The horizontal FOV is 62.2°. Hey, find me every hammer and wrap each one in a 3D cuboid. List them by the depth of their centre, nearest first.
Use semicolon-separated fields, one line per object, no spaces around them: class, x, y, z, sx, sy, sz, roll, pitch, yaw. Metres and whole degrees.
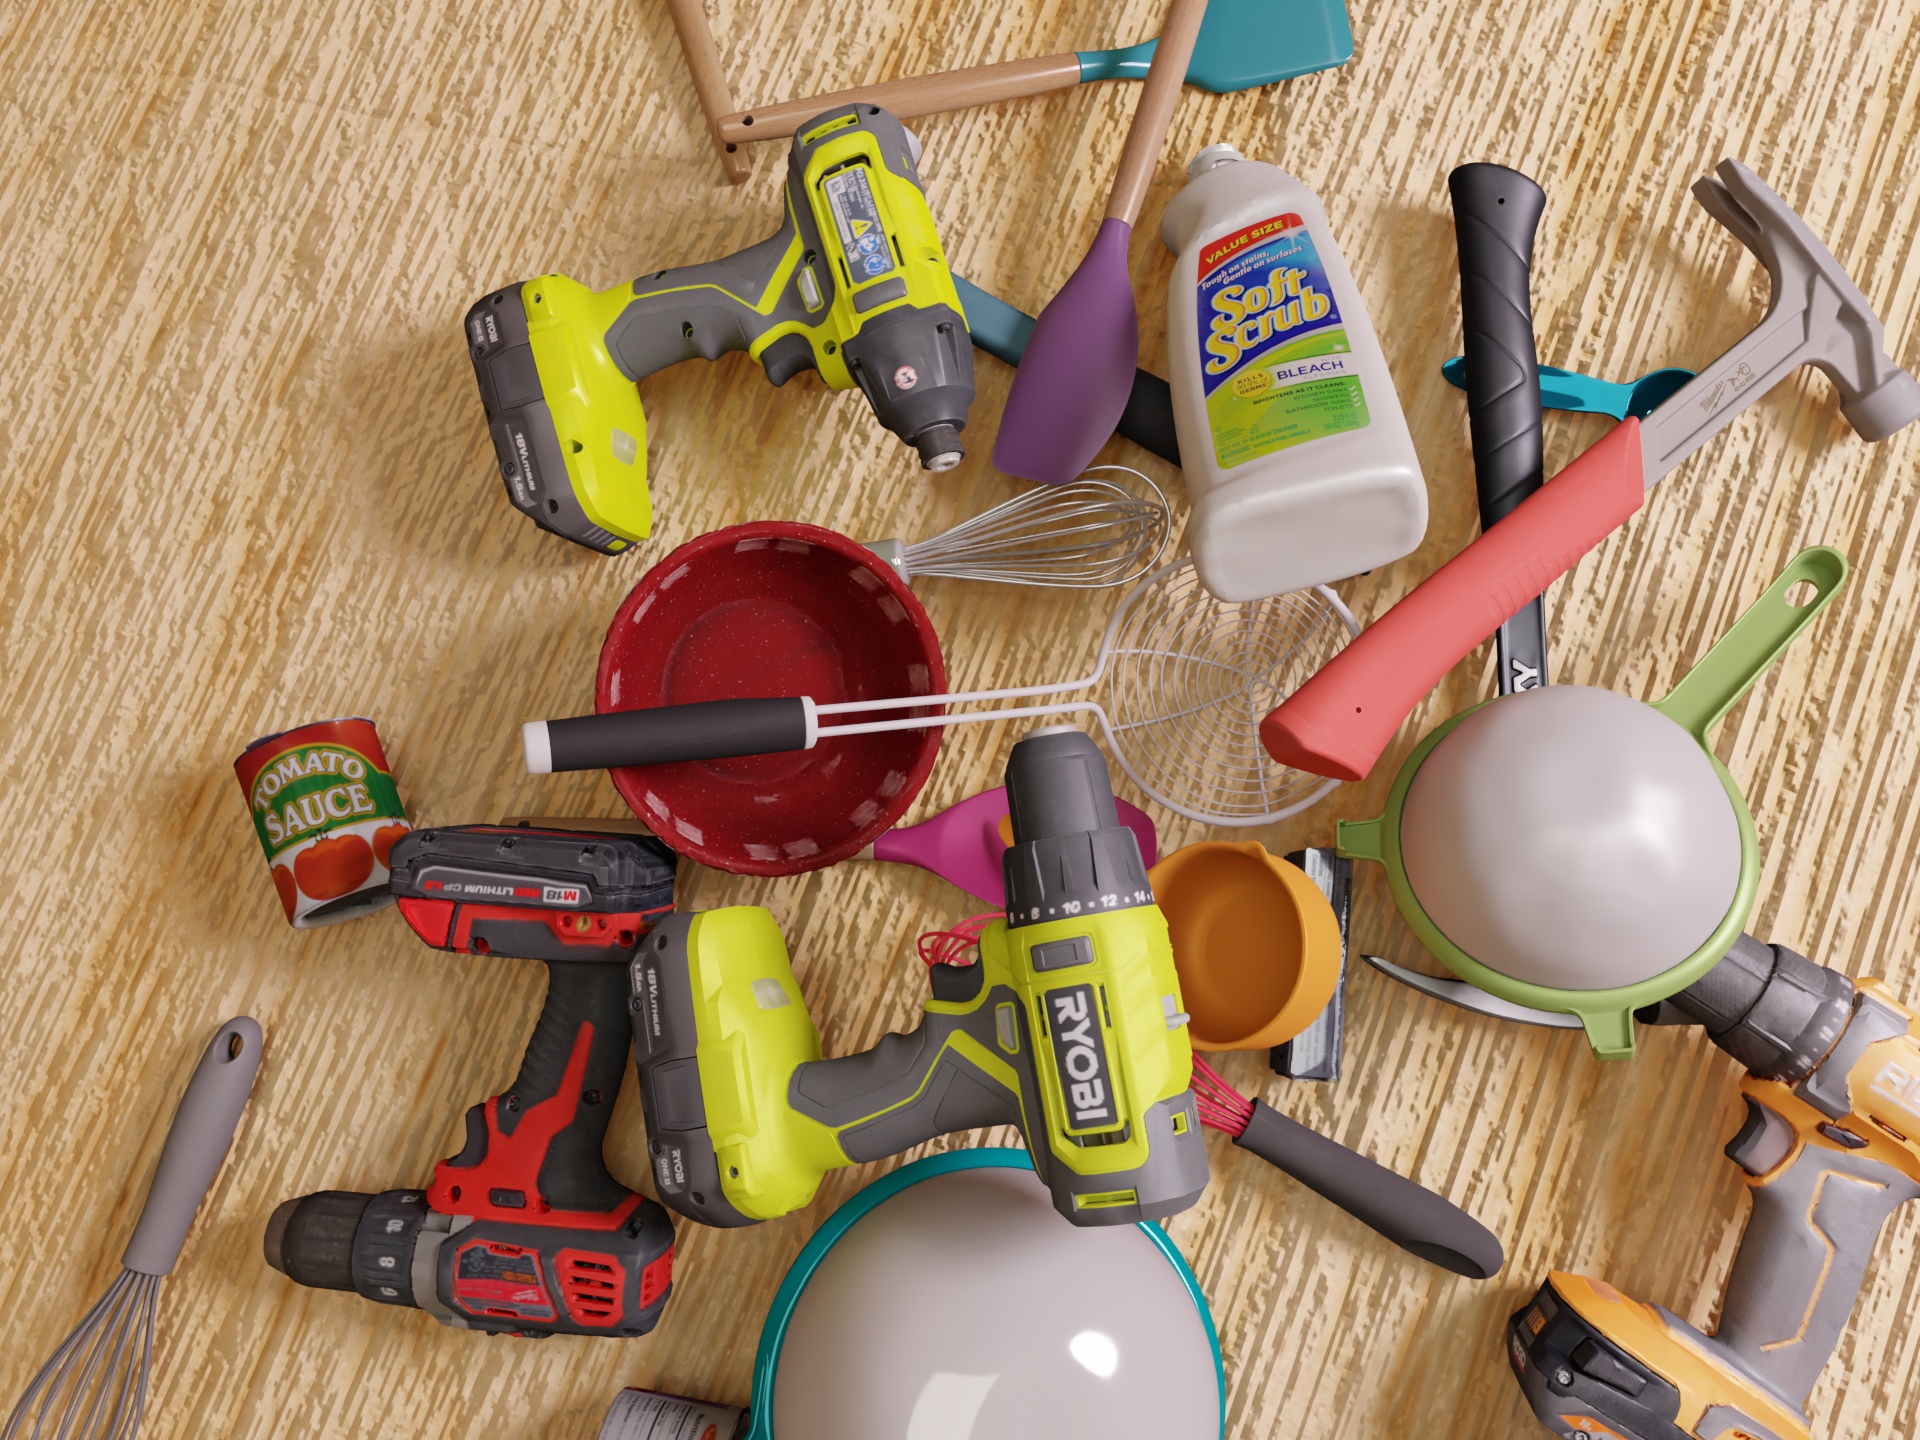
hammer;0.267;-0.101;0.705;0.359;0.036;0.149;-37;88;-13
hammer;0.255;-0.063;0.743;0.149;0.036;0.409;-2;83;5
hammer;0.064;-0.170;0.783;0.331;0.033;0.128;31;84;8

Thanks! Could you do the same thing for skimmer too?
skimmer;-0.001;-0.002;0.690;0.363;0.090;0.127;-6;99;-17

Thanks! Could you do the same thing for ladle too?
ladle;-0.164;-0.433;0.834;0.078;0.062;0.320;-18;82;1

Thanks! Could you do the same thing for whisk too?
whisk;0.111;0.170;0.714;0.296;0.073;0.073;29;84;3
whisk;-0.384;0.253;0.746;0.055;0.055;0.239;18;78;7
whisk;-0.021;-0.078;0.769;0.246;0.058;0.059;-9;85;8

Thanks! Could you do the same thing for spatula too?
spatula;0.085;-0.262;0.767;0.060;0.018;0.316;15;83;23
spatula;0.035;-0.328;0.791;0.317;0.044;0.082;-14;84;-9

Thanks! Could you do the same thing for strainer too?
strainer;-0.038;0.295;0.637;0.340;0.095;0.211;-11;77;-16
strainer;0.288;0.004;0.662;0.256;0.069;0.152;-44;60;-9

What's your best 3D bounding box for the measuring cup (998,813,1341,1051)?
measuring cup;0.091;0.083;0.711;0.174;0.052;0.095;28;97;40

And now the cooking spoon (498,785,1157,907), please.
cooking spoon;-0.066;0.058;0.763;0.319;0.017;0.069;2;64;5

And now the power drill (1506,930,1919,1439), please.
power drill;0.320;0.203;0.665;0.185;0.084;0.226;34;94;9

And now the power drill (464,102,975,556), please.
power drill;-0.108;-0.169;0.751;0.223;0.080;0.171;-19;79;13

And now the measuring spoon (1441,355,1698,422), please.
measuring spoon;0.299;-0.157;0.775;0.129;0.021;0.042;16;90;16

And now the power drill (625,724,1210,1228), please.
power drill;-0.020;0.114;0.658;0.228;0.080;0.191;-14;80;23

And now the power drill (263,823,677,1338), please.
power drill;-0.220;0.163;0.725;0.188;0.080;0.227;3;89;8
